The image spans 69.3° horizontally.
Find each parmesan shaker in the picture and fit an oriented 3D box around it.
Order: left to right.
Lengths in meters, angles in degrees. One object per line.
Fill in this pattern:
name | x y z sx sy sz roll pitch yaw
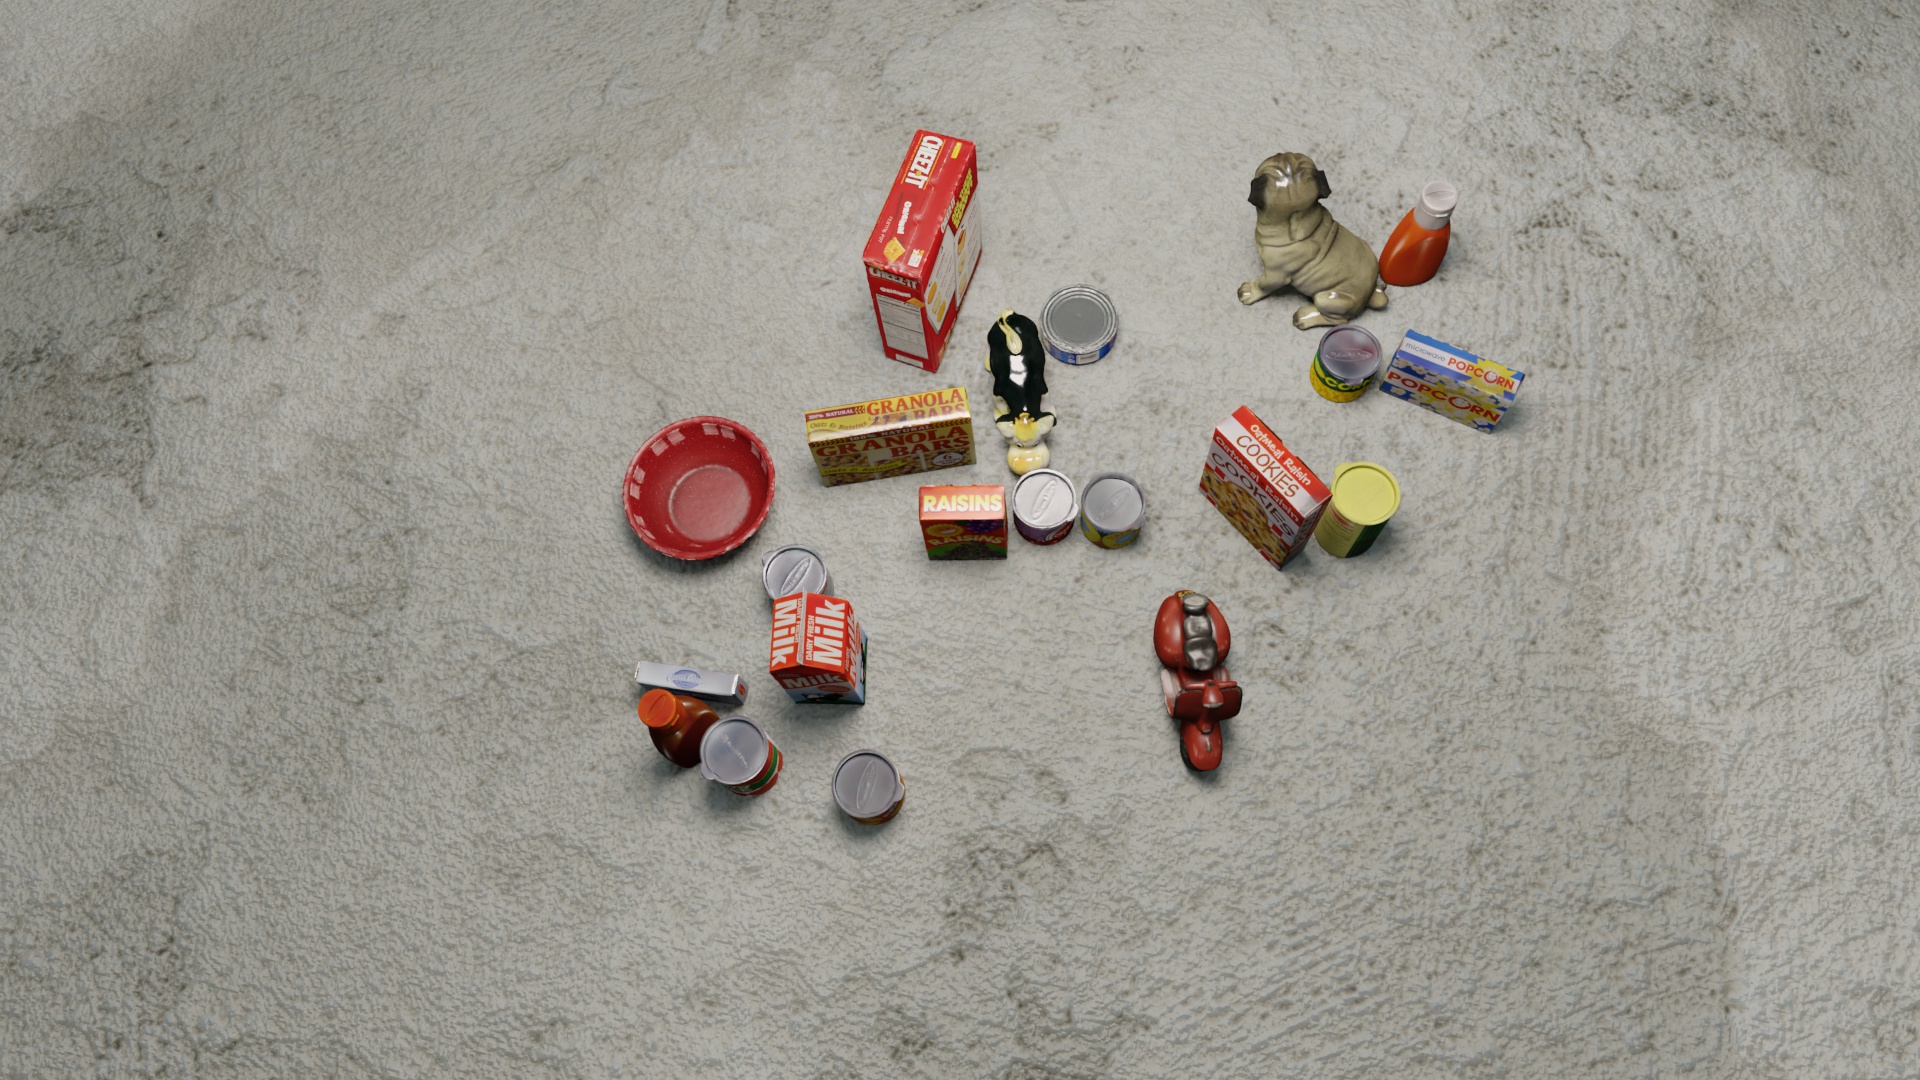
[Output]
parmesan shaker | 0.395 -0.032 1.397 0.071 0.102 0.071 -1 71 3

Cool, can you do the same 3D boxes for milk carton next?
milk carton | -0.137 0.105 1.334 0.073 0.190 0.072 0 71 4

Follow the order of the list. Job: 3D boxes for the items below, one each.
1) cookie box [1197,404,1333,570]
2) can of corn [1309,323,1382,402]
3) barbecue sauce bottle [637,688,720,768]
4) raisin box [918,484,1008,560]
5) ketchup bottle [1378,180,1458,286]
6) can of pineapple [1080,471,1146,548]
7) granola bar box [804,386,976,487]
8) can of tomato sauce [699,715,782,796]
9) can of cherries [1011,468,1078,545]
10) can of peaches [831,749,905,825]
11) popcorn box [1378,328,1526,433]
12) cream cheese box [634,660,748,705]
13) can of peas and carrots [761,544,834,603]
cookie box | 0.299 -0.050 1.375 0.040 0.167 0.123 -39 73 -9
can of corn | 0.408 -0.185 1.475 0.071 0.058 0.071 -1 71 3
barbecue sauce bottle | -0.273 0.177 1.339 0.044 0.148 0.065 31 75 13
raisin box | 0.005 -0.018 1.405 0.086 0.123 0.040 0 71 4
ketchup bottle | 0.490 -0.324 1.472 0.065 0.148 0.043 -7 71 1
can of pineapple | 0.158 -0.029 1.434 0.071 0.057 0.071 -1 71 3
granola bar box | -0.070 -0.107 1.441 0.166 0.124 0.039 -9 71 0
can of tomato sauce | -0.214 0.213 1.357 0.071 0.083 0.071 -1 71 3
can of cherries | 0.089 -0.032 1.440 0.071 0.058 0.071 -1 71 3
can of peaches | -0.087 0.242 1.352 0.071 0.058 0.071 -1 71 3
popcorn box | 0.509 -0.165 1.447 0.127 0.085 0.038 24 74 11
cream cheese box | -0.270 0.144 1.401 0.104 0.053 0.024 7 72 6
can of peas and carrots | -0.168 0.043 1.428 0.071 0.058 0.071 -1 71 3
